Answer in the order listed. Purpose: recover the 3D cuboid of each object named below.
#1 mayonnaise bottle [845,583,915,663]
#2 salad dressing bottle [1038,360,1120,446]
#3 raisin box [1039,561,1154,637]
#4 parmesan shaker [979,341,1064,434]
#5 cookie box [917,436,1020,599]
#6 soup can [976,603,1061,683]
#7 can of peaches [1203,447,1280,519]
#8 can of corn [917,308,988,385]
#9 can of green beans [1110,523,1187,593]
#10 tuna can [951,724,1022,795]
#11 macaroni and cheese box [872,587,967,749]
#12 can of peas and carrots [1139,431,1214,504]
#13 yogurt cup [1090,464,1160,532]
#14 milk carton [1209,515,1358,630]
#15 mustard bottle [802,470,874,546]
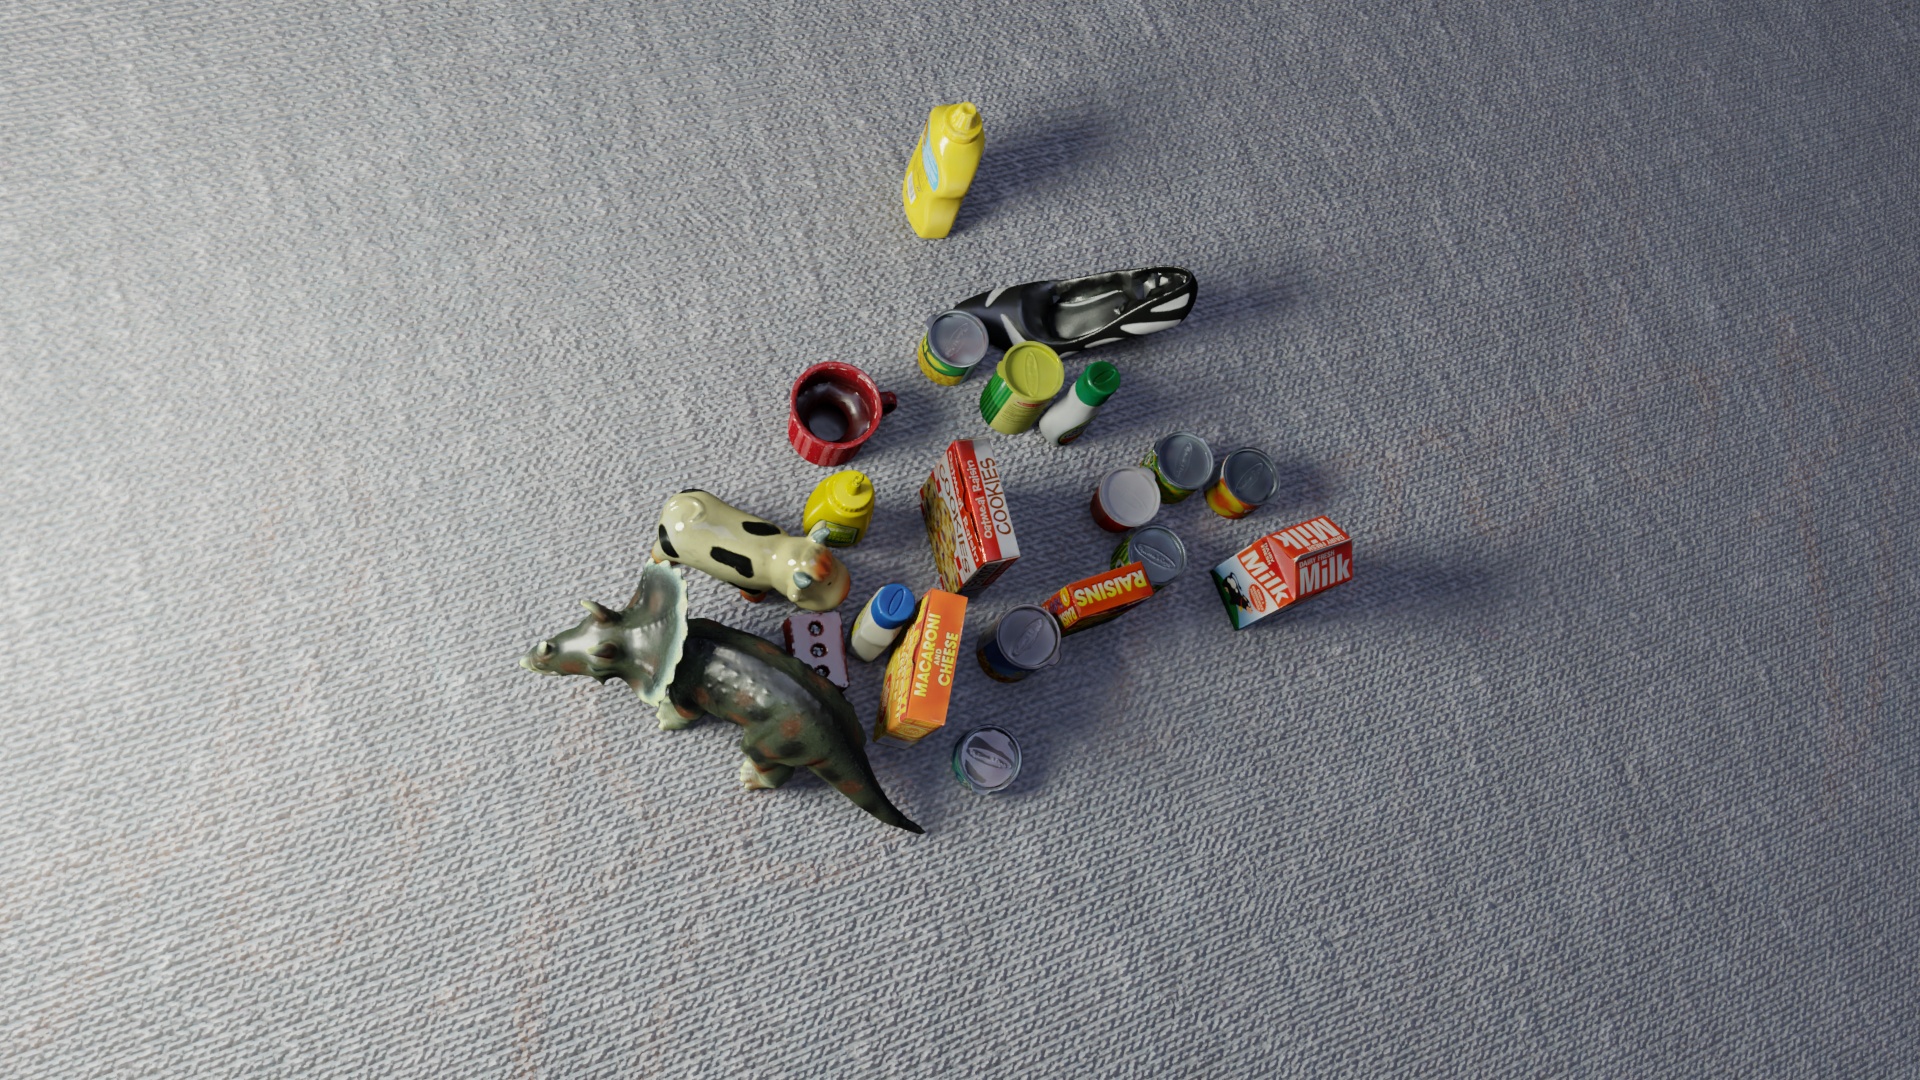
[{"bbox_3d":[-0.075,0.075,1.335,0.041,0.147,0.065,27,70,-5],"label":"mayonnaise bottle"},{"bbox_3d":[0.125,-0.143,1.451,0.064,0.147,0.044,-32,84,-20],"label":"salad dressing bottle"},{"bbox_3d":[0.132,0.064,1.404,0.086,0.123,0.040,-16,79,-18],"label":"raisin box"},{"bbox_3d":[0.060,-0.160,1.463,0.071,0.102,0.071,4,73,-13],"label":"parmesan shaker"},{"bbox_3d":[0.005,-0.017,1.372,0.040,0.167,0.123,-11,77,-17],"label":"cookie box"},{"bbox_3d":[0.059,0.106,1.394,0.071,0.083,0.071,4,73,-13],"label":"soup can"},{"bbox_3d":[0.309,-0.060,1.520,0.071,0.058,0.071,4,73,-13],"label":"can of peaches"},{"bbox_3d":[-0.011,-0.207,1.484,0.071,0.058,0.071,4,73,-13],"label":"can of corn"},{"bbox_3d":[0.198,0.022,1.468,0.071,0.057,0.071,4,73,-13],"label":"can of green beans"},{"bbox_3d":[0.025,0.220,1.379,0.071,0.032,0.071,4,73,-13],"label":"tuna can"},{"bbox_3d":[-0.041,0.125,1.319,0.040,0.166,0.124,14,71,-10],"label":"macaroni and cheese box"},{"bbox_3d":[0.231,-0.079,1.506,0.071,0.058,0.071,4,73,-13],"label":"can of peas and carrots"},{"bbox_3d":[0.173,-0.041,1.482,0.072,0.053,0.072,4,73,-13],"label":"yogurt cup"},{"bbox_3d":[0.335,0.031,1.428,0.072,0.190,0.073,-18,79,-18],"label":"milk carton"},{"bbox_3d":[-0.114,-0.035,1.352,0.065,0.159,0.049,13,72,-10],"label":"mustard bottle"}]
